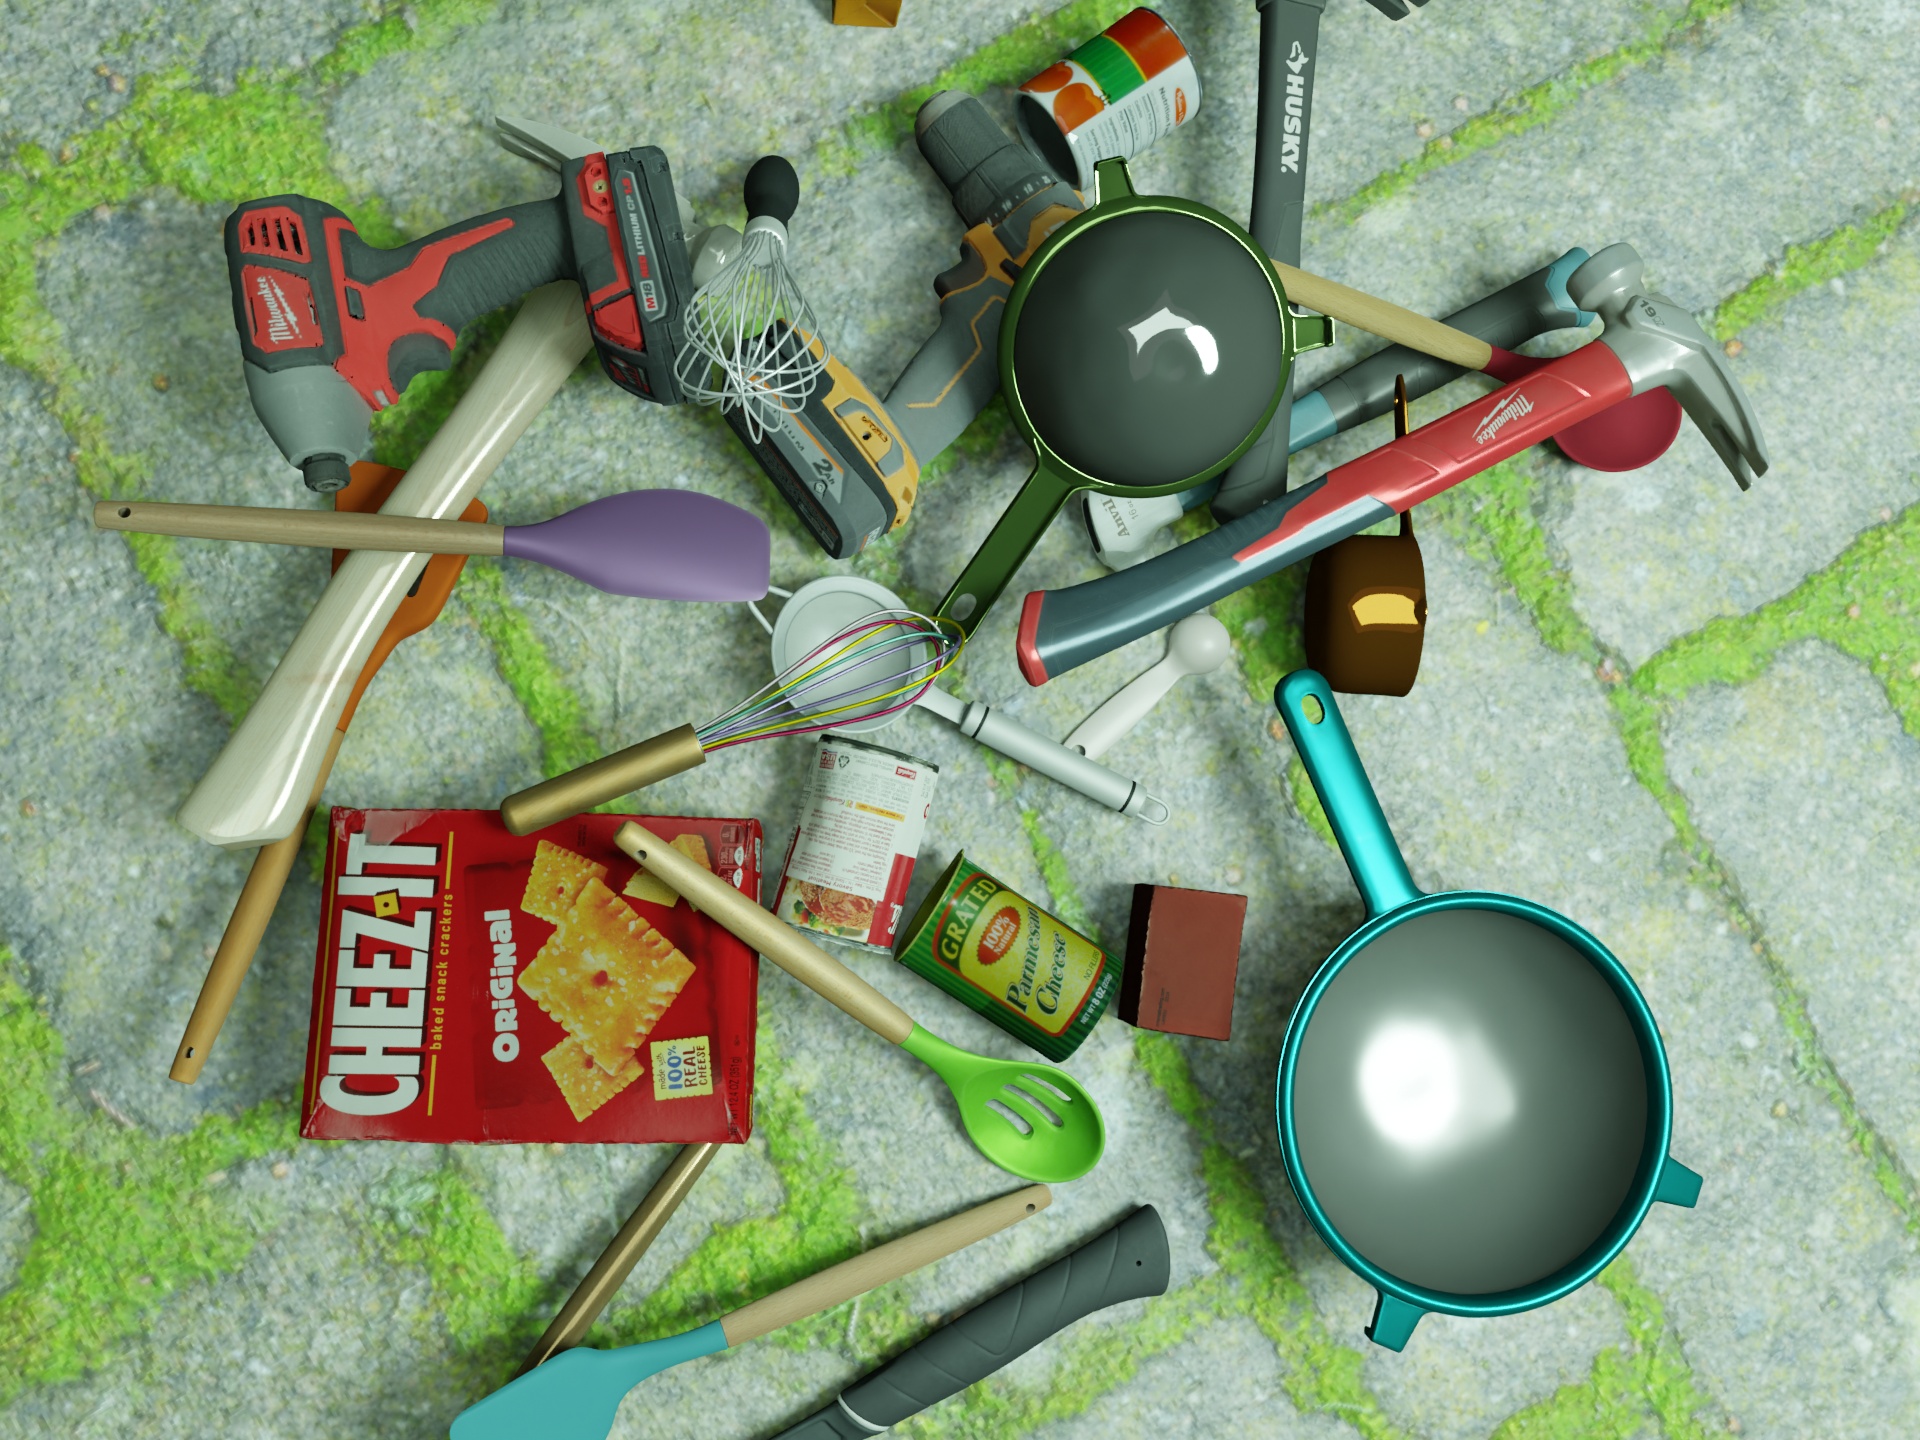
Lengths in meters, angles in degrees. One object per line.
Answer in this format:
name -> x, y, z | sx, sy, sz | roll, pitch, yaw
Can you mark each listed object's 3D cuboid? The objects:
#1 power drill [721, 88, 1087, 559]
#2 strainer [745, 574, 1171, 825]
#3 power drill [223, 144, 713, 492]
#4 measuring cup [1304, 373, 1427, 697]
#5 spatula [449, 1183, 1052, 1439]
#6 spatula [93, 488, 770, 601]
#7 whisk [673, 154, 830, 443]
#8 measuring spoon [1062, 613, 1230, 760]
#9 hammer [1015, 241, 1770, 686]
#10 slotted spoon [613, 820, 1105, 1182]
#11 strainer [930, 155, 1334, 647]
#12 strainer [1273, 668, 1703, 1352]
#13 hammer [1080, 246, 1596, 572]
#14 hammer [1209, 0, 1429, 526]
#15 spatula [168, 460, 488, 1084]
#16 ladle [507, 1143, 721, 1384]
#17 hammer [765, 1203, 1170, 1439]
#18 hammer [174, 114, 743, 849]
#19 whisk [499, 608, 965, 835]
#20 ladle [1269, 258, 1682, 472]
power drill -> -0.022, -0.217, 0.851 | 0.226, 0.084, 0.185 | -37, 90, -11
strainer -> -0.001, -0.003, 0.853 | 0.258, 0.050, 0.087 | 27, 70, -6
power drill -> -0.239, -0.195, 0.778 | 0.219, 0.078, 0.143 | -12, 80, -6
measuring cup -> 0.215, -0.099, 0.856 | 0.052, 0.095, 0.173 | -1, 91, 3
spatula -> -0.091, 0.305, 0.799 | 0.317, 0.044, 0.082 | -19, 109, -18
spatula -> -0.251, -0.092, 0.782 | 0.315, 0.018, 0.060 | 2, 78, -14
whisk -> -0.096, -0.219, 0.772 | 0.070, 0.285, 0.070 | -2, 127, -2
measuring spoon -> 0.101, -0.014, 0.877 | 0.124, 0.018, 0.034 | -41, 91, -6
hammer -> 0.209, -0.101, 0.803 | 0.386, 0.038, 0.143 | -27, 74, -4
slotted spoon -> -0.046, 0.142, 0.799 | 0.313, 0.031, 0.070 | 39, 112, -22
strainer -> 0.066, -0.134, 0.785 | 0.151, 0.069, 0.256 | 32, 103, -16
strainer -> 0.230, 0.137, 0.843 | 0.211, 0.095, 0.340 | -22, 86, -9
hammer -> 0.217, -0.178, 0.894 | 0.331, 0.033, 0.128 | -27, 90, -7
hammer -> 0.173, -0.260, 0.849 | 0.146, 0.035, 0.335 | 3, 91, -20
spatula -> -0.331, 0.024, 0.805 | 0.081, 0.041, 0.323 | 18, 73, -5
ladle -> -0.210, 0.318, 0.782 | 0.078, 0.062, 0.320 | 33, 72, 12
hammer -> -0.071, 0.364, 0.826 | 0.409, 0.036, 0.149 | -27, 88, -7
hammer -> -0.275, -0.123, 0.814 | 0.146, 0.038, 0.411 | 30, 76, -2
whisk -> -0.111, 0.001, 0.794 | 0.245, 0.051, 0.047 | -23, 71, -8
ladle -> 0.261, -0.202, 0.857 | 0.315, 0.031, 0.069 | 14, 100, -22
